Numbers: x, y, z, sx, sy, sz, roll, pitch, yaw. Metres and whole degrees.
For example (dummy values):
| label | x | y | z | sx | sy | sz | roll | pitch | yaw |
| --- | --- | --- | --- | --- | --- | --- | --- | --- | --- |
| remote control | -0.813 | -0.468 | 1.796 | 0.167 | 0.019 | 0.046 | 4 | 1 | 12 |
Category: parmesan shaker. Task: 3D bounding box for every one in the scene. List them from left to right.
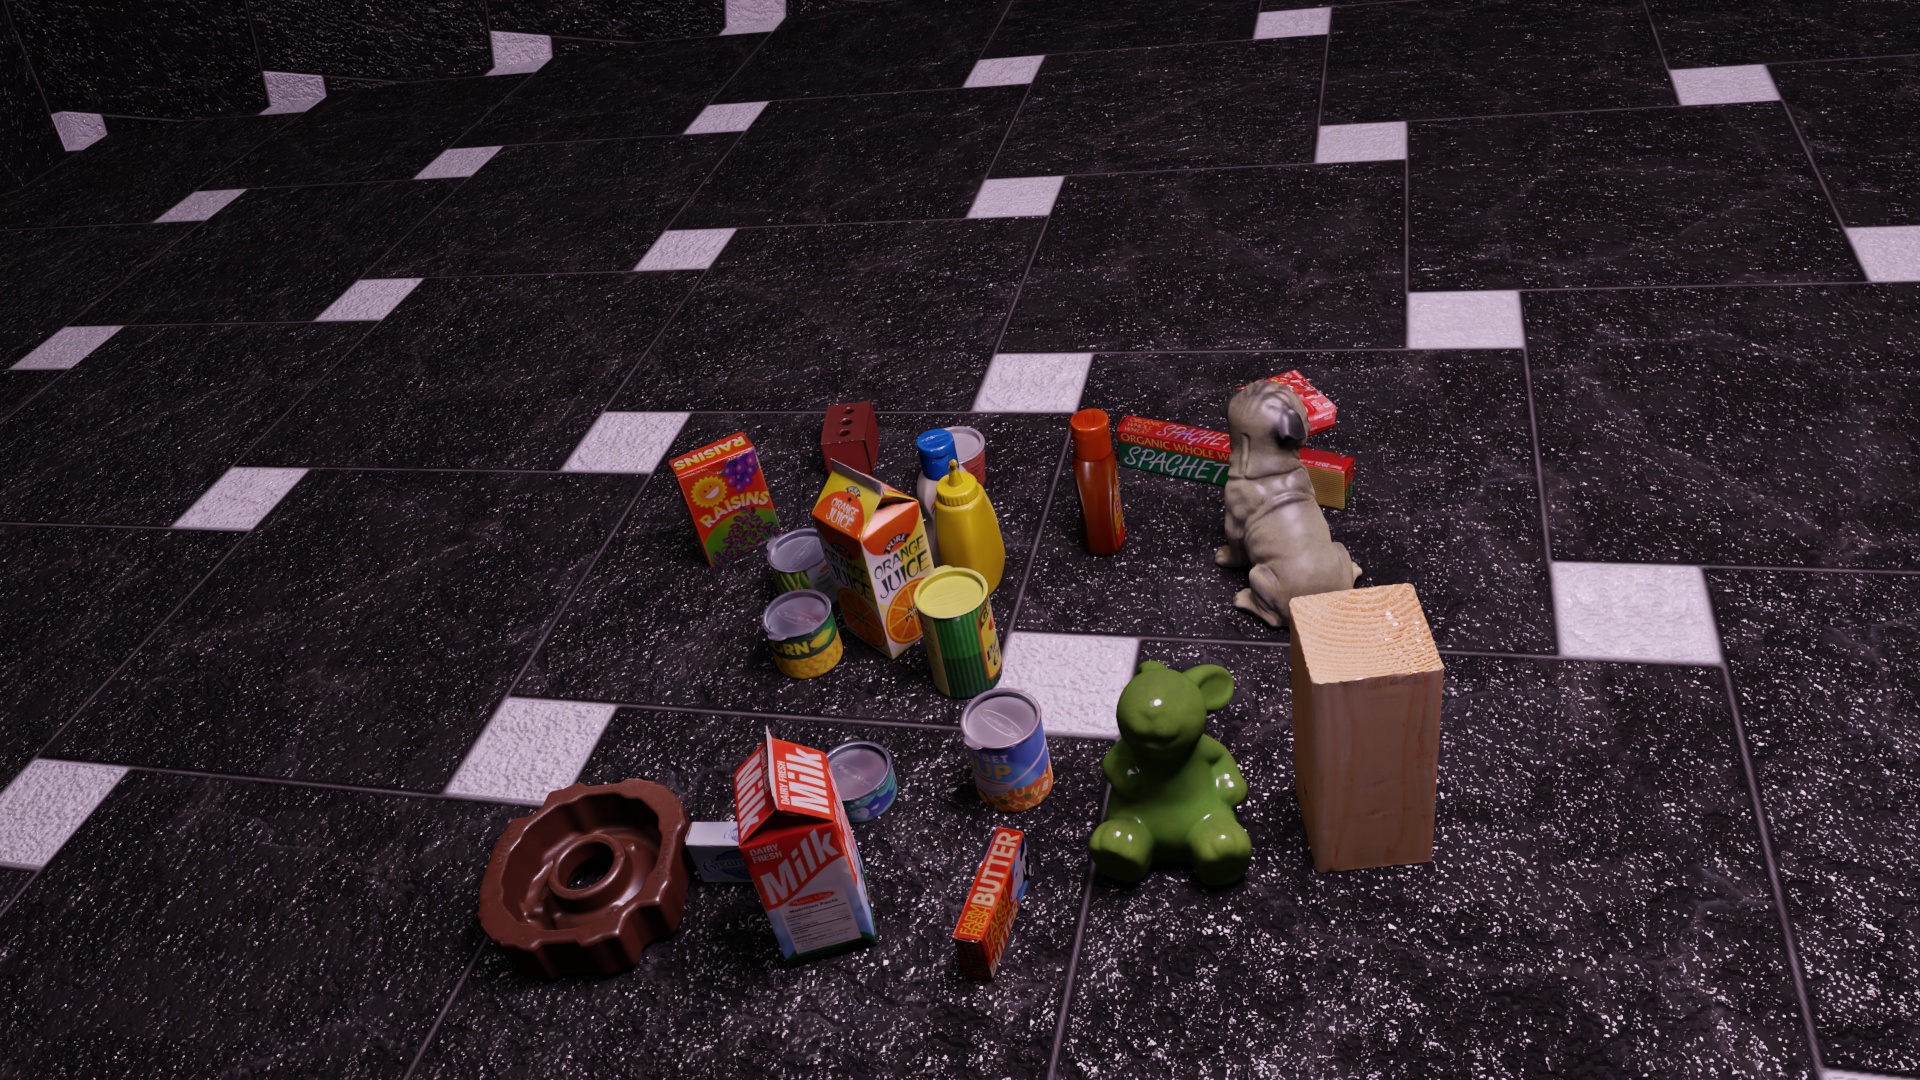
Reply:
| label | x | y | z | sx | sy | sz | roll | pitch | yaw |
| --- | --- | --- | --- | --- | --- | --- | --- | --- | --- |
| parmesan shaker | -0.001 | 0.083 | 1.255 | 0.071 | 0.102 | 0.072 | -7 | 39 | 6 |

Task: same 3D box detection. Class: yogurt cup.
| label | x | y | z | sx | sy | sz | roll | pitch | yaw |
| --- | --- | --- | --- | --- | --- | --- | --- | --- | --- |
| yogurt cup | -0.004 | -0.083 | 1.499 | 0.072 | 0.053 | 0.073 | -7 | 39 | 6 |

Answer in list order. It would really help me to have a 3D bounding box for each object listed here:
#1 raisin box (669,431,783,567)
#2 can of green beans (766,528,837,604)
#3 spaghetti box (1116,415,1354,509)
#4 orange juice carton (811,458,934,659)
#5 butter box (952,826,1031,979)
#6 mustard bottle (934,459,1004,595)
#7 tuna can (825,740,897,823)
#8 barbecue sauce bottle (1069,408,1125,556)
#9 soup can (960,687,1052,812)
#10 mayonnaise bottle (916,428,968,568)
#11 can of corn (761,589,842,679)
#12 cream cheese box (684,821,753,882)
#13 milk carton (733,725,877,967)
| label | x | y | z | sx | sy | sz | roll | pitch | yaw |
| --- | --- | --- | --- | --- | --- | --- | --- | --- | --- |
| raisin box | -0.245 | -0.042 | 1.456 | 0.086 | 0.122 | 0.040 | -23 | 40 | -14 |
| can of green beans | -0.155 | 0.031 | 1.395 | 0.071 | 0.057 | 0.071 | -7 | 39 | 6 |
| spaghetti box | 0.277 | -0.082 | 1.427 | 0.250 | 0.050 | 0.029 | 14 | 45 | 29 |
| orange juice carton | -0.078 | 0.010 | 1.292 | 0.073 | 0.191 | 0.072 | -37 | 44 | -28 |
| butter box | 0.026 | 0.274 | 1.052 | 0.024 | 0.052 | 0.104 | 6 | 42 | 21 |
| mustard bottle | 0.005 | -0.017 | 1.330 | 0.049 | 0.159 | 0.066 | 12 | 44 | 27 |
| tuna can | -0.090 | 0.207 | 1.181 | 0.071 | 0.032 | 0.071 | -7 | 39 | 6 |
| barbecue sauce bottle | 0.133 | -0.058 | 1.357 | 0.043 | 0.147 | 0.065 | -4 | 39 | 10 |
| soup can | 0.037 | 0.175 | 1.146 | 0.071 | 0.083 | 0.072 | -7 | 39 | 6 |
| mayonnaise bottle | -0.013 | -0.041 | 1.373 | 0.065 | 0.147 | 0.041 | -17 | 39 | -6 |
| can of corn | -0.151 | 0.091 | 1.319 | 0.071 | 0.058 | 0.071 | -7 | 39 | 6 |
| cream cheese box | -0.166 | 0.253 | 1.127 | 0.104 | 0.053 | 0.024 | -3 | 39 | 11 |
| milk carton | -0.120 | 0.227 | 1.038 | 0.073 | 0.189 | 0.073 | -14 | 38 | -3 |
